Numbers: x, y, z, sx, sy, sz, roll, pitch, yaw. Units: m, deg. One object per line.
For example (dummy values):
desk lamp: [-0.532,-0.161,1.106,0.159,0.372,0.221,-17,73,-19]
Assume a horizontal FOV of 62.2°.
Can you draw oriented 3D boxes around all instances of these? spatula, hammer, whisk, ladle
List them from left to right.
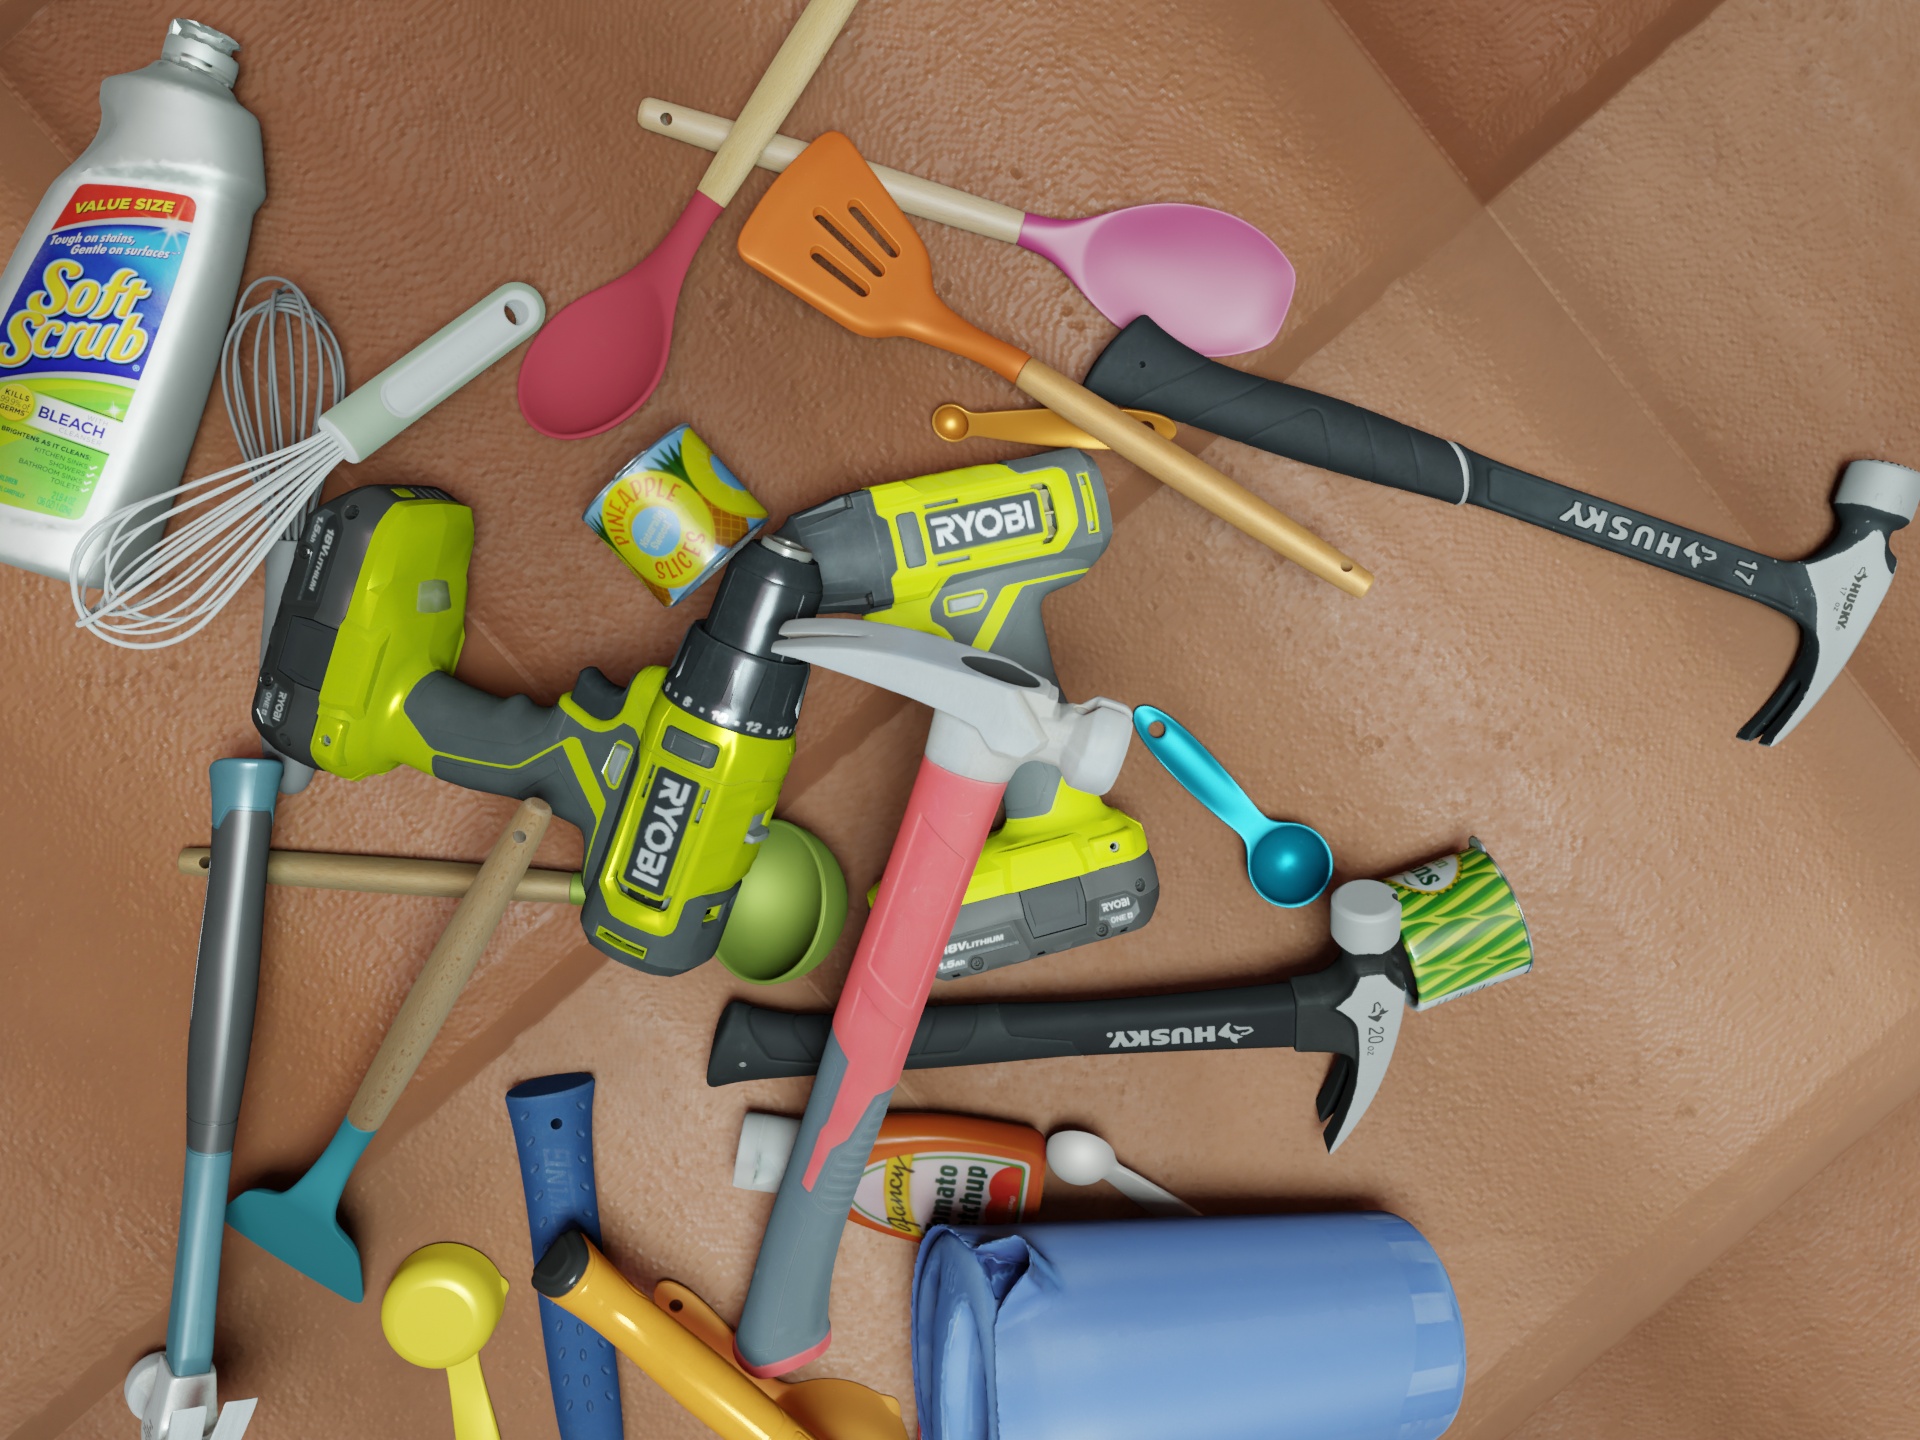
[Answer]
hammer: [-0.342,0.179,0.725,0.033,0.128,0.331,5,92,-36]
whisk: [-0.313,-0.082,0.736,0.055,0.055,0.239,3,100,-4]
whisk: [-0.277,-0.118,0.693,0.246,0.059,0.057,-45,116,-22]
spatula: [-0.253,0.154,0.713,0.082,0.044,0.317,33,111,-2]
ladle: [-0.213,0.077,0.752,0.320,0.062,0.078,4,82,-1]
hammer: [-0.184,0.378,0.785,0.144,0.035,0.405,-7,95,-12]
ladle: [-0.101,-0.260,0.721,0.069,0.031,0.315,38,99,19]
hammer: [-0.056,0.140,0.697,0.143,0.038,0.386,18,115,-2]
hammer: [-0.057,0.348,0.725,0.337,0.127,0.034,37,72,6]
hammer: [0.042,0.154,0.769,0.335,0.035,0.146,-4,121,3]
spatula: [0.050,-0.150,0.720,0.322,0.041,0.081,33,73,5]
hammer: [0.255,-0.109,0.770,0.409,0.036,0.149,17,95,-5]

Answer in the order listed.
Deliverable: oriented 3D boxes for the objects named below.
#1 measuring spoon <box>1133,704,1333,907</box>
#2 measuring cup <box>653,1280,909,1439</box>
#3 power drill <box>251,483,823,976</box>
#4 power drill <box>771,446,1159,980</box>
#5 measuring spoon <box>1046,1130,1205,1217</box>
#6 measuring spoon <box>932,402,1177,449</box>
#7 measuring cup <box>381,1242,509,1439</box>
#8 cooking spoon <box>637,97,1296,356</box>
measuring spoon: [0.132,0.040,0.791,0.042,0.021,0.128,-44,87,1]
measuring cup: [-0.094,0.350,0.785,0.095,0.052,0.173,-40,98,1]
power drill: [-0.177,-0.018,0.695,0.228,0.080,0.190,24,102,11]
power drill: [-0.001,-0.002,0.739,0.171,0.080,0.223,-13,94,-12]
measuring spoon: [0.093,0.244,0.795,0.124,0.018,0.034,35,132,-13]
measuring spoon: [0.044,-0.141,0.754,0.117,0.011,0.021,4,126,10]
measuring cup: [-0.247,0.338,0.786,0.062,0.029,0.156,-10,95,-2]
cooking spoon: [0.004,-0.240,0.751,0.319,0.017,0.068,16,114,-4]
